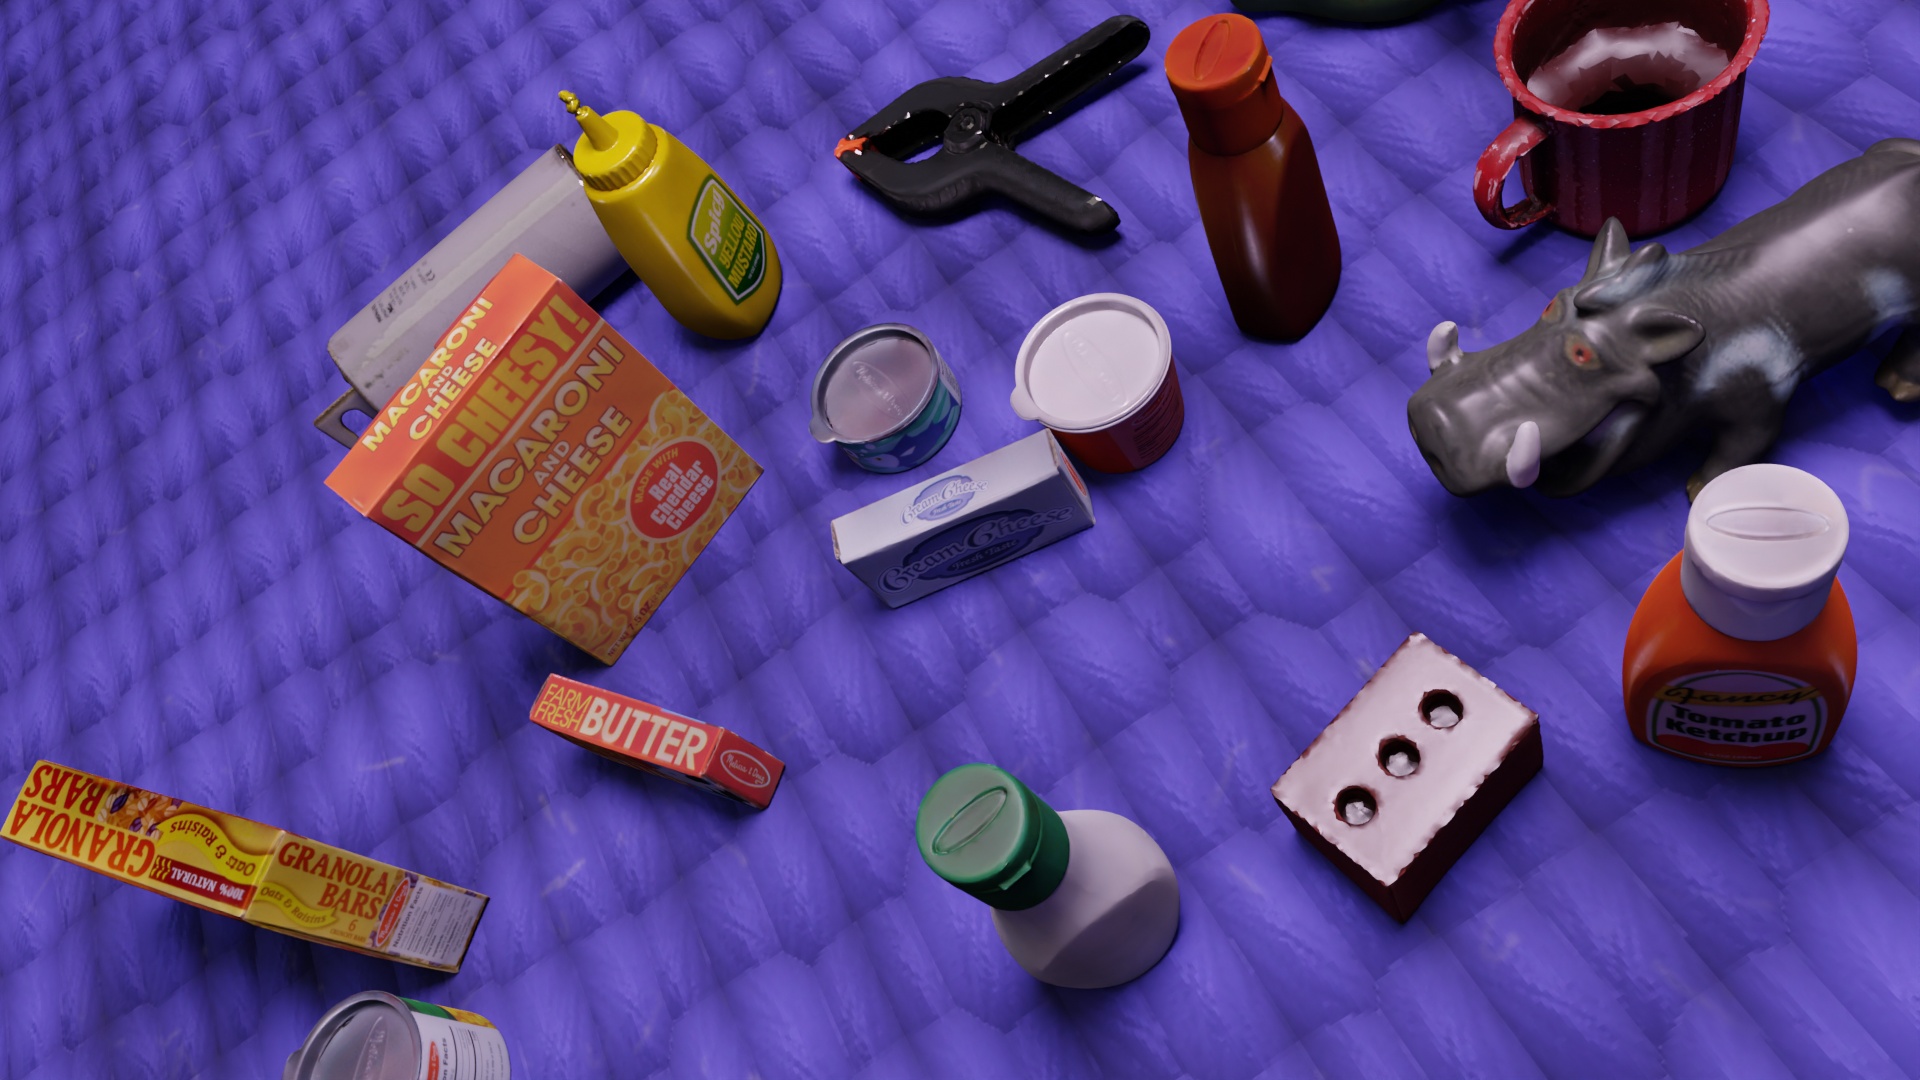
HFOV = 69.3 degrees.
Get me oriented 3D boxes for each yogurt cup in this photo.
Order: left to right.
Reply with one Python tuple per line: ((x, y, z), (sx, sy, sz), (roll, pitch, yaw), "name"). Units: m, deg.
((0.064, -0.065, 0.600), (0.072, 0.053, 0.073), (-11, 60, 20), "yogurt cup")

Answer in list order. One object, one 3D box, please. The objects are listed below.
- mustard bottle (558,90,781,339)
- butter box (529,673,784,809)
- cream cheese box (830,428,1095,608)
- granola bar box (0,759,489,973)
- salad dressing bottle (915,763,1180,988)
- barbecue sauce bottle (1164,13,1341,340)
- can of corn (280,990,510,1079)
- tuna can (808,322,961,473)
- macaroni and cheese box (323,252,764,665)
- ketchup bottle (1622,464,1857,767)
((-0.145, -0.162, 0.683), (0.049, 0.160, 0.065), (2, 65, 26), "mustard bottle")
((-0.134, 0.088, 0.610), (0.103, 0.053, 0.024), (12, 70, 29), "butter box")
((0.002, -0.007, 0.598), (0.104, 0.053, 0.024), (-23, 57, 12), "cream cheese box")
((-0.317, 0.147, 0.619), (0.165, 0.124, 0.039), (6, 67, 27), "granola bar box")
((0.031, 0.113, 0.463), (0.064, 0.147, 0.044), (-40, 55, 1), "salad dressing bottle")
((0.119, -0.145, 0.560), (0.044, 0.148, 0.065), (13, 71, 30), "barbecue sauce bottle")
((-0.234, 0.226, 0.579), (0.071, 0.058, 0.071), (-11, 60, 20), "can of corn")
((-0.037, -0.065, 0.659), (0.071, 0.032, 0.071), (-11, 60, 19), "tuna can")
((-0.178, -0.030, 0.623), (0.040, 0.166, 0.124), (30, 80, 34), "macaroni and cheese box")
((0.234, 0.026, 0.416), (0.064, 0.148, 0.044), (1, 65, 25), "ketchup bottle")
